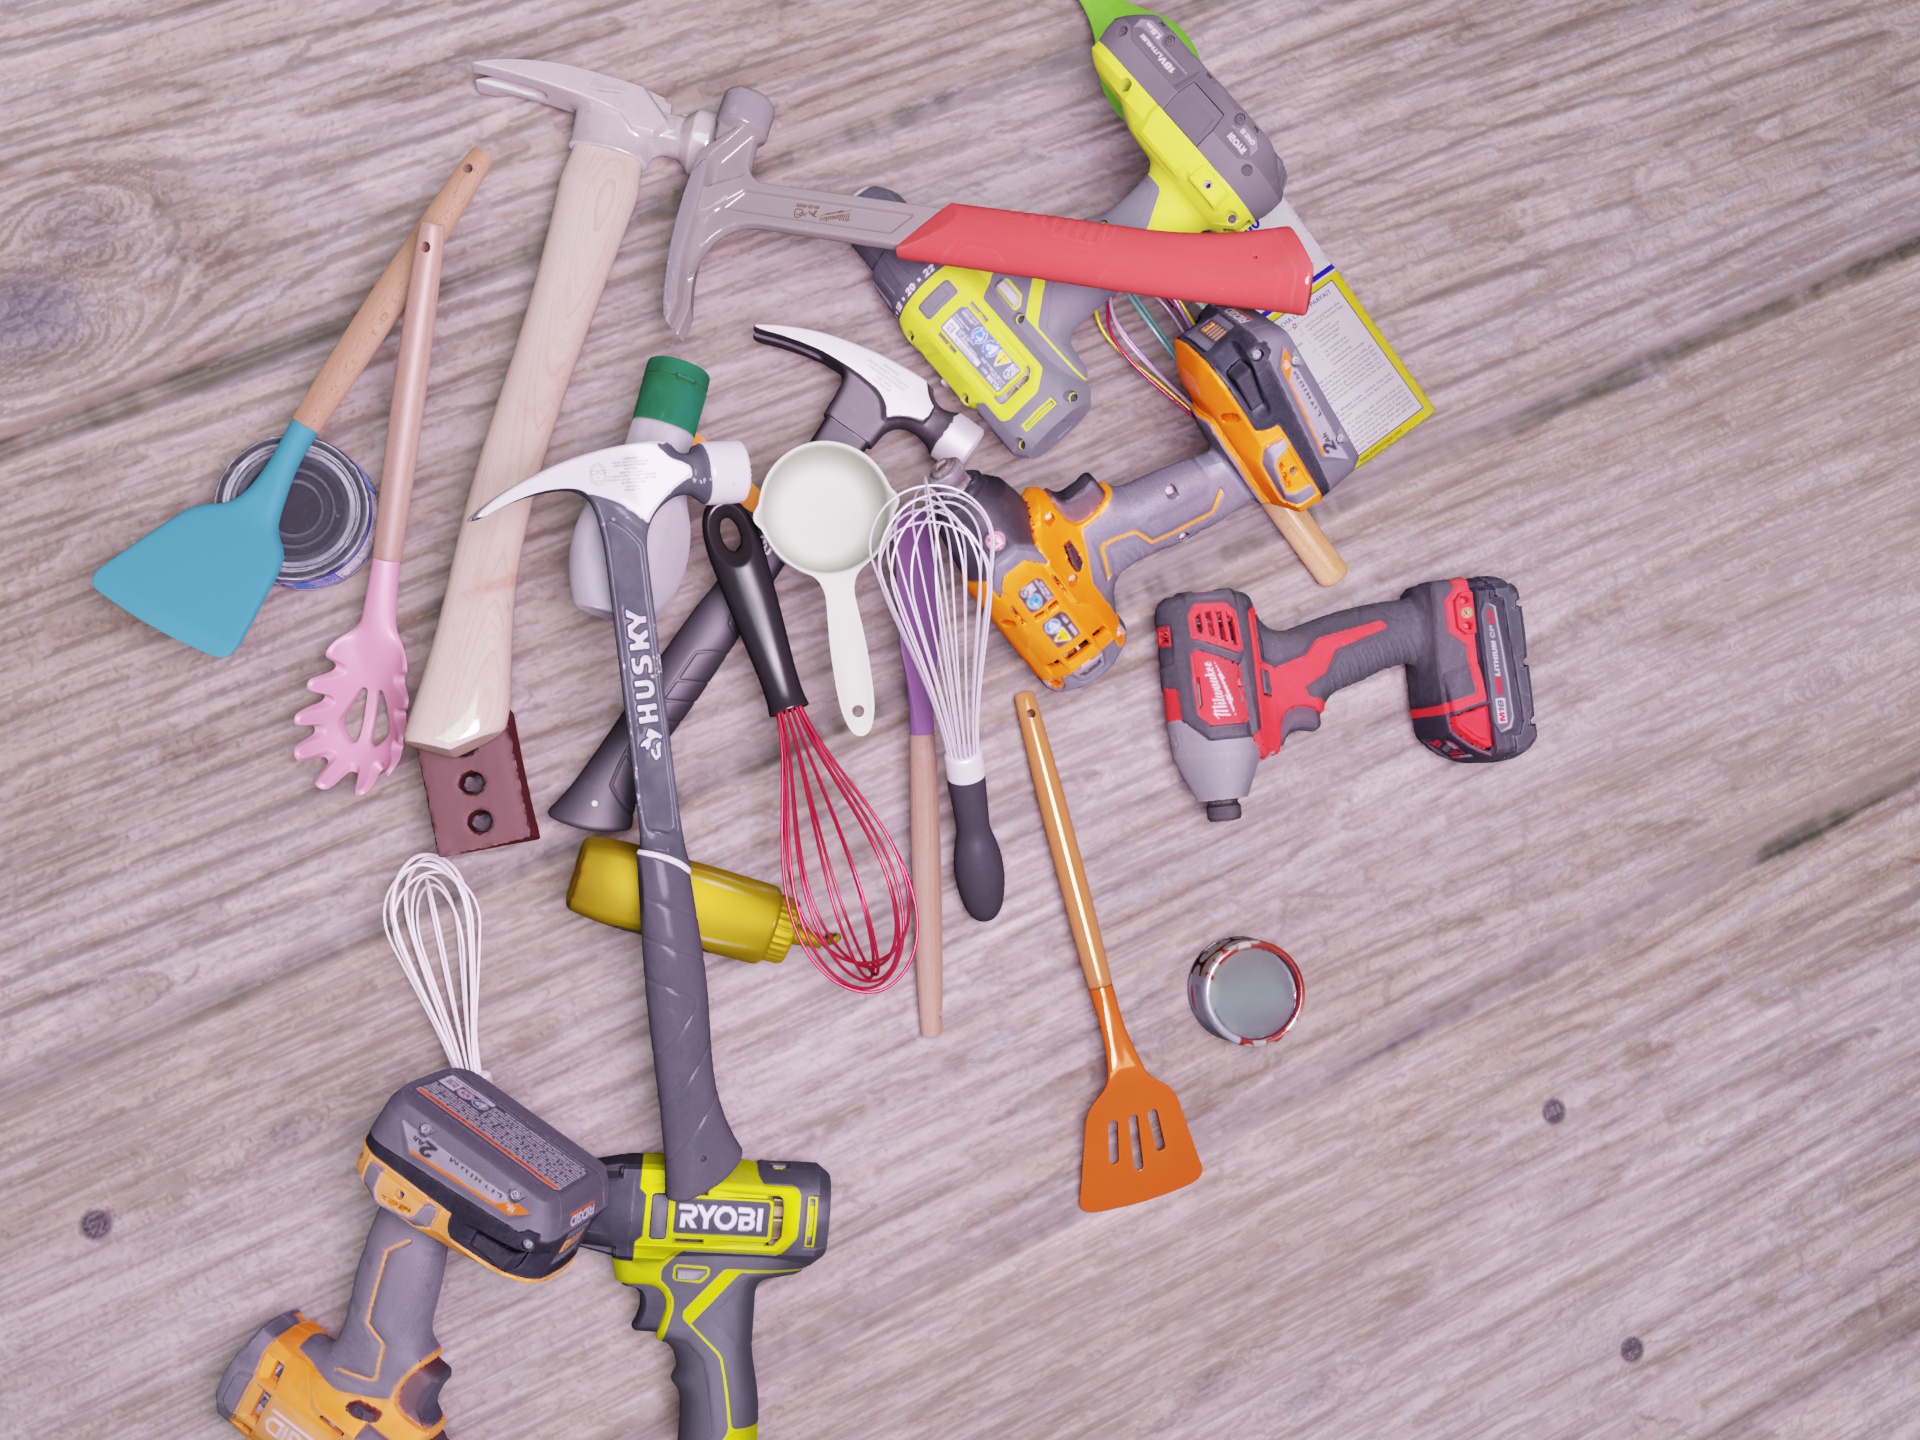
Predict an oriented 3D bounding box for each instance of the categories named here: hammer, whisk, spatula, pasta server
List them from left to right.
[{"bbox_3d":[-0.346,-0.184,0.871,0.082,0.044,0.317,30,84,-3],"label":"spatula"},{"bbox_3d":[-0.317,-0.115,0.881,0.060,0.040,0.316,11,100,-3],"label":"pasta server"},{"bbox_3d":[-0.280,0.196,0.903,0.058,0.059,0.246,-10,93,26],"label":"whisk"},{"bbox_3d":[-0.253,-0.183,0.903,0.146,0.038,0.411,14,77,-7],"label":"hammer"},{"bbox_3d":[-0.166,0.057,0.855,0.149,0.036,0.409,-8,95,-26],"label":"hammer"},{"bbox_3d":[-0.137,-0.078,0.936,0.146,0.035,0.335,34,85,-7],"label":"hammer"},{"bbox_3d":[-0.091,0.013,0.900,0.073,0.073,0.296,-18,87,-10],"label":"whisk"},{"bbox_3d":[-0.021,0.033,0.947,0.018,0.059,0.316,1,96,24],"label":"spatula"},{"bbox_3d":[-0.002,-0.003,0.906,0.070,0.070,0.284,-13,119,-10],"label":"whisk"},{"bbox_3d":[0.013,-0.259,0.884,0.359,0.036,0.149,12,82,12],"label":"hammer"},{"bbox_3d":[0.077,0.140,0.978,0.081,0.041,0.323,-13,85,-11],"label":"spatula"},{"bbox_3d":[0.165,-0.184,1.003,0.047,0.051,0.245,-37,98,5],"label":"whisk"}]

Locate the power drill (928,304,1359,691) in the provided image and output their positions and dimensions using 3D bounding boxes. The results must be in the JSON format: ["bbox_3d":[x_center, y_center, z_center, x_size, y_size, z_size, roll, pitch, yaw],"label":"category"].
[{"bbox_3d":[0.098,-0.138,0.919,0.226,0.084,0.164,-37,123,6],"label":"power drill"}]

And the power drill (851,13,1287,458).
[{"bbox_3d":[0.056,-0.296,0.939,0.228,0.080,0.190,-41,84,16],"label":"power drill"}]

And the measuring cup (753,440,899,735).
[{"bbox_3d":[-0.071,-0.074,0.911,0.083,0.038,0.167,-9,94,-8],"label":"measuring cup"}]

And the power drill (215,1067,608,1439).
[{"bbox_3d":[-0.272,0.325,0.840,0.185,0.084,0.226,31,97,12],"label":"power drill"}]

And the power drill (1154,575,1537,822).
[{"bbox_3d":[0.233,-0.016,0.987,0.219,0.078,0.143,-5,87,-7],"label":"power drill"}]

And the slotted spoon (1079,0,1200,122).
[{"bbox_3d":[0.046,-0.500,1.004,0.070,0.031,0.314,-41,93,-9],"label":"slotted spoon"}]

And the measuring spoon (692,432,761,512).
[{"bbox_3d":[-0.147,-0.150,0.961,0.117,0.011,0.021,38,85,-2],"label":"measuring spoon"}]

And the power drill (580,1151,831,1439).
[{"bbox_3d":[-0.168,0.360,0.898,0.171,0.080,0.223,6,82,-9],"label":"power drill"}]
